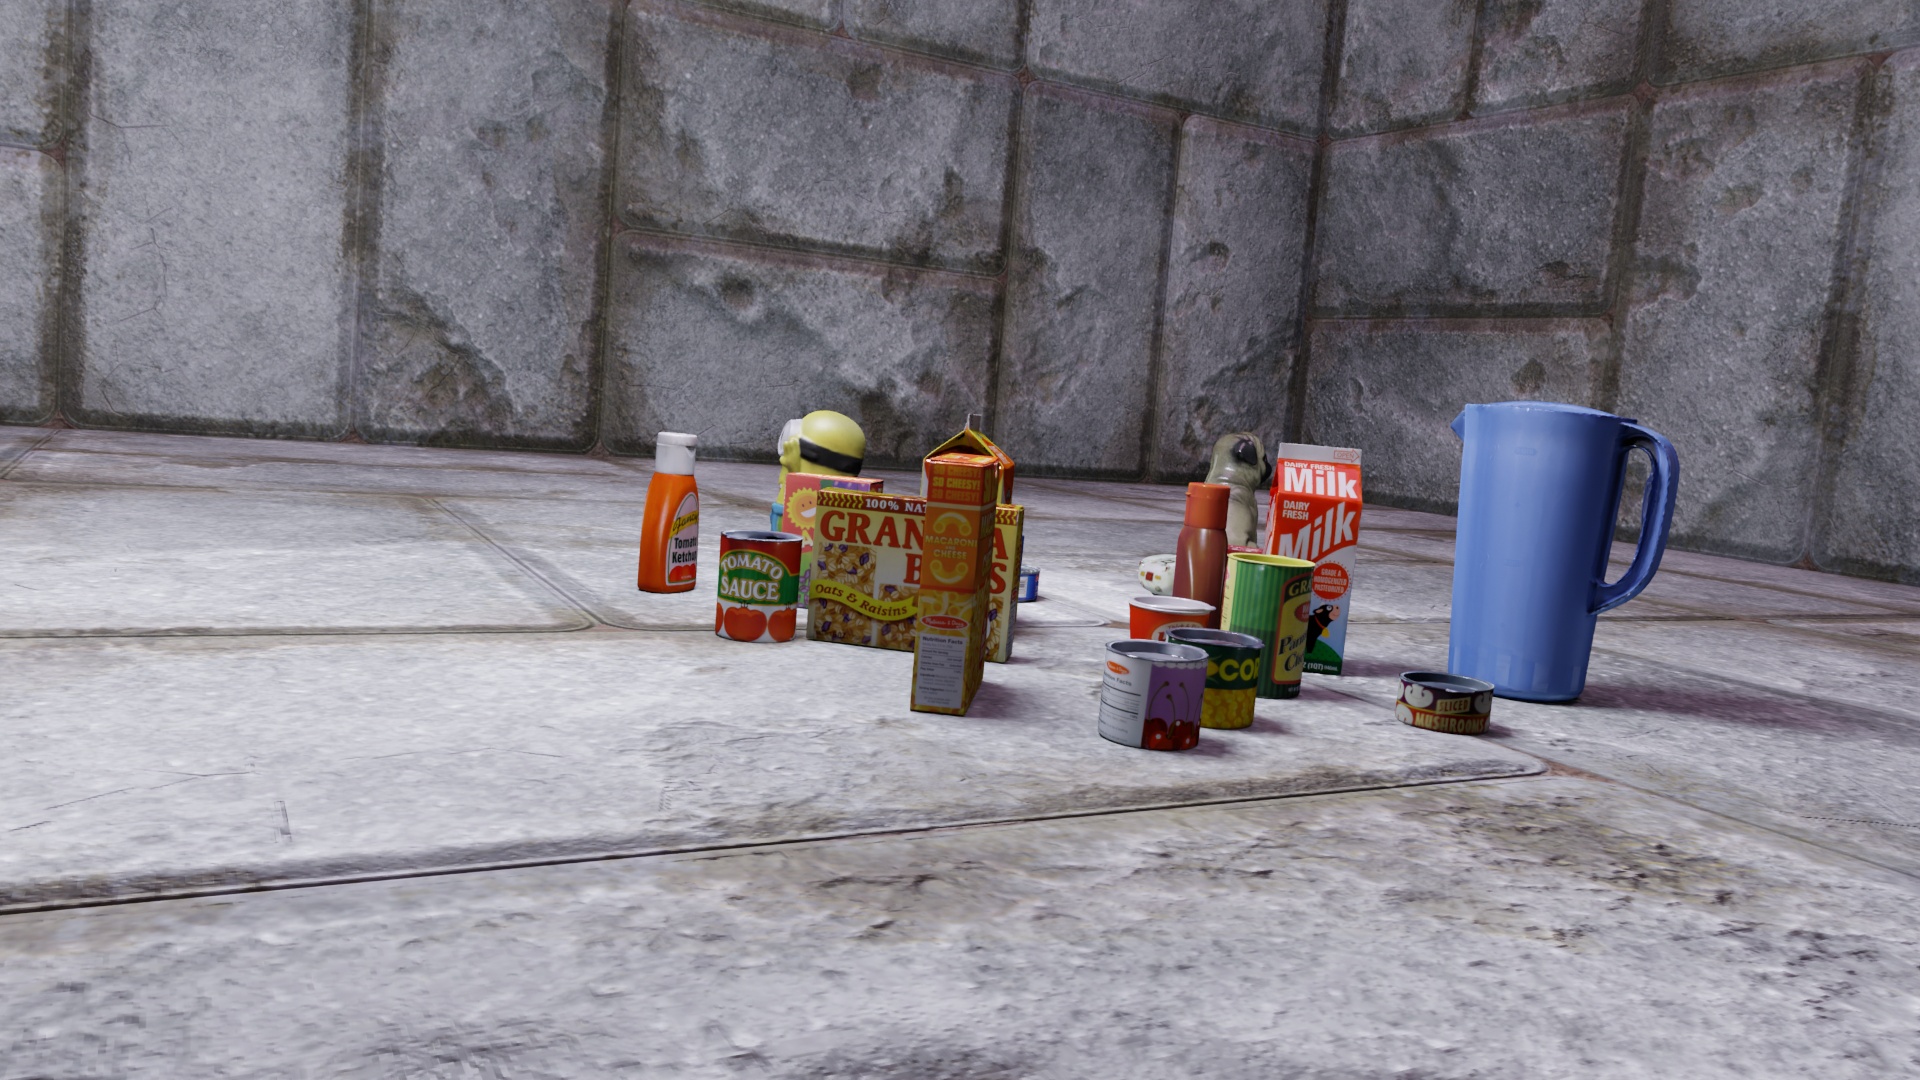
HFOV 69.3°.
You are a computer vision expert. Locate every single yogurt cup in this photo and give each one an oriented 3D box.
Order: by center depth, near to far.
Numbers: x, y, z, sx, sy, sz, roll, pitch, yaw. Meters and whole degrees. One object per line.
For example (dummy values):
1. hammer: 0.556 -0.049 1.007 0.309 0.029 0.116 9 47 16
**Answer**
1. yogurt cup: 0.170 0.077 1.145 0.072 0.054 0.072 5 6 0

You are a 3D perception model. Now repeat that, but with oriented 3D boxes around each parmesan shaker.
1. parmesan shaker: 0.236 0.065 1.076 0.071 0.103 0.071 5 6 0

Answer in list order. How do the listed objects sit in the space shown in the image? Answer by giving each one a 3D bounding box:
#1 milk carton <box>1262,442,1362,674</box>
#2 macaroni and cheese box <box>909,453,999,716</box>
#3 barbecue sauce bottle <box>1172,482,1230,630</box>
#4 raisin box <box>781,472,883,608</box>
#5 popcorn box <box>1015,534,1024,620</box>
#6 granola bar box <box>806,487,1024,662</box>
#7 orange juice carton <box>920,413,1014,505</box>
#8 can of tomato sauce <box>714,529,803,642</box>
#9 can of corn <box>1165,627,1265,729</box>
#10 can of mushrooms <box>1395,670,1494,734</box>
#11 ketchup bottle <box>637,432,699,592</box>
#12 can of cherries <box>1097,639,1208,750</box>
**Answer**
1. milk carton: 0.299 0.013 1.195 0.072 0.190 0.073 6 6 7
2. macaroni and cheese box: -0.001 0.025 0.959 0.040 0.166 0.124 5 6 6
3. barbecue sauce bottle: 0.211 0.024 1.219 0.044 0.148 0.065 4 6 -6
4. raisin box: -0.120 0.002 1.283 0.086 0.123 0.040 7 6 17
5. popcorn box: 0.005 0.027 1.325 0.038 0.085 0.126 1 7 -38
6. granola bar box: -0.036 0.026 1.121 0.165 0.124 0.039 6 6 11
7. orange juice carton: 0.004 -0.015 1.217 0.073 0.192 0.072 6 6 10
8. can of tomato sauce: -0.163 0.036 1.119 0.071 0.083 0.071 5 6 0
9. can of corn: 0.174 0.095 0.959 0.071 0.058 0.071 5 6 0
10. can of mushrooms: 0.351 0.117 1.006 0.071 0.033 0.071 5 6 0
11. ketchup bottle: -0.273 -0.027 1.312 0.043 0.148 0.065 7 6 23
12. can of cherries: 0.125 0.098 0.890 0.071 0.058 0.071 5 6 0
